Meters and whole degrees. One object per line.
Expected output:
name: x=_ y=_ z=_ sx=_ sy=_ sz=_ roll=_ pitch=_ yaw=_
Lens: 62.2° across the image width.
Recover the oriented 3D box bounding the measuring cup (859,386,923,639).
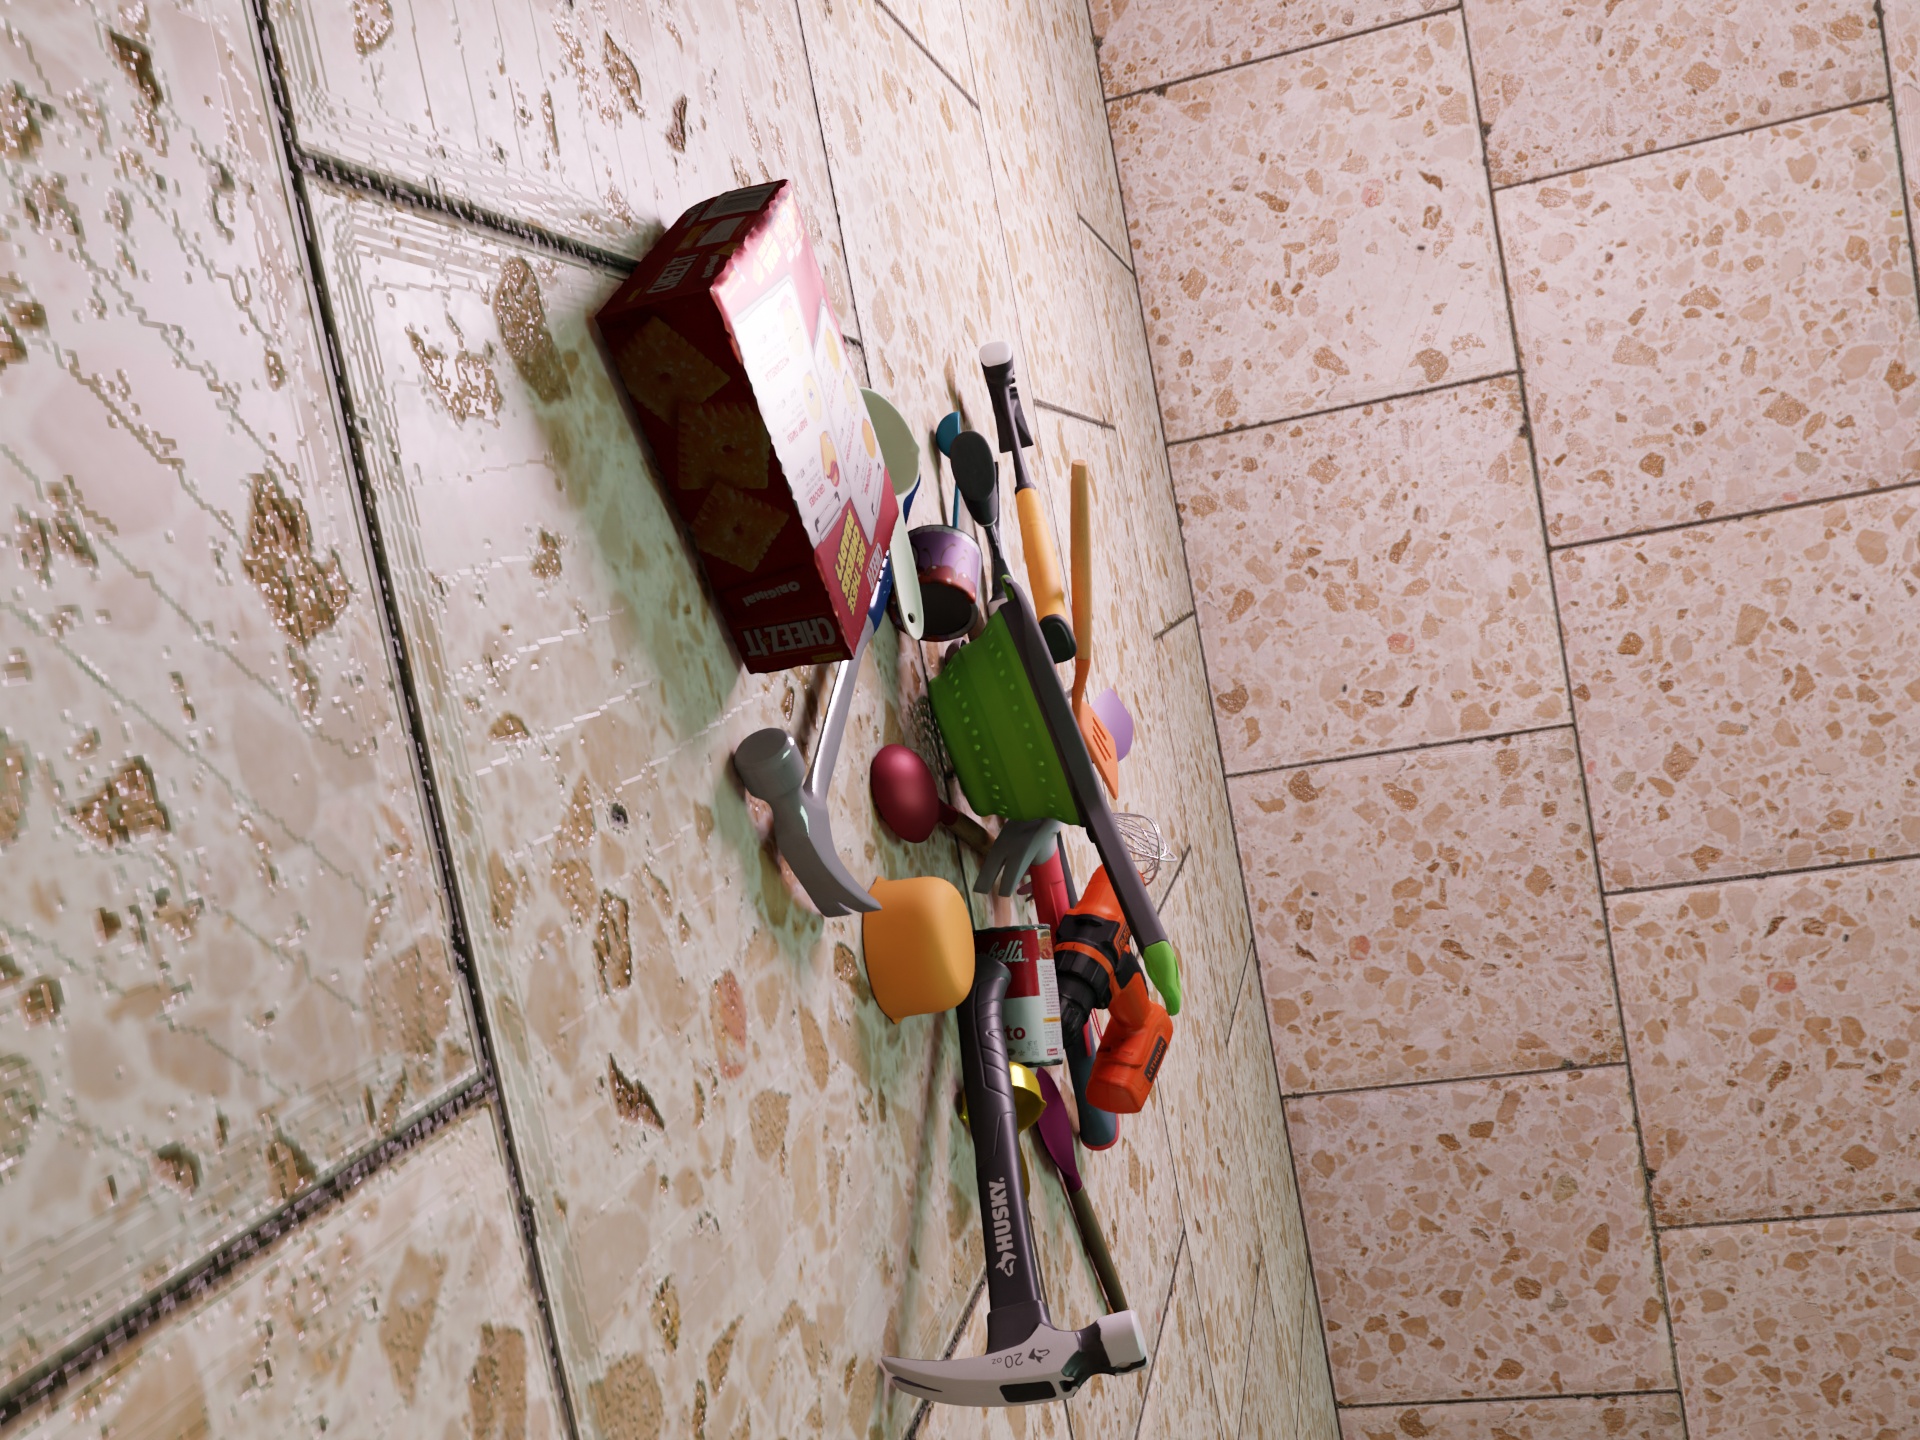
measuring cup: x=-0.056 y=-0.128 z=1.011 sx=0.083 sy=0.038 sz=0.168 roll=-2 pitch=77 yaw=-50

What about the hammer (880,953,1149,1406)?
hammer: x=0.017 y=0.273 z=1.006 sx=0.335 sy=0.146 sz=0.035 roll=-99 pitch=171 yaw=-54

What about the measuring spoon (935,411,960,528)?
measuring spoon: x=-0.012 y=-0.199 z=1.353 sx=0.042 sy=0.021 sz=0.129 roll=73 pitch=19 yaw=-84

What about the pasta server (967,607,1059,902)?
pasta server: x=0.032 y=0.006 z=1.362 sx=0.060 sy=0.040 sz=0.316 roll=-56 pitch=131 yaw=-69

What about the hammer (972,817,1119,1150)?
hammer: x=0.085 y=0.235 z=1.338 sx=0.143 sy=0.038 sz=0.386 roll=-53 pitch=141 yaw=-45

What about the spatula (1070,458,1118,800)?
spatula: x=0.113 y=-0.076 z=1.352 sx=0.081 sy=0.041 sz=0.322 roll=-84 pitch=172 yaw=-53

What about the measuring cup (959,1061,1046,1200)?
measuring cup: x=0.034 y=0.300 z=1.155 sx=0.029 sy=0.062 sz=0.156 roll=-98 pitch=179 yaw=-47

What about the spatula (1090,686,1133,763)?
spatula: x=0.100 y=0.050 z=1.410 sx=0.059 sy=0.018 sz=0.316 roll=56 pitch=32 yaw=-7

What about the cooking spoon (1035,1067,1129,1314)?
cooking spoon: x=0.105 y=0.421 z=1.383 sx=0.069 sy=0.017 sz=0.318 roll=-77 pitch=153 yaw=-54

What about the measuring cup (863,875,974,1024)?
measuring cup: x=-0.011 y=0.147 z=1.053 sx=0.173 sy=0.052 sz=0.095 roll=17 pitch=65 yaw=-71

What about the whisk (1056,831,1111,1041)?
whisk: x=0.110 y=0.206 z=1.472 sx=0.073 sy=0.073 sz=0.296 roll=-27 pitch=100 yaw=-74

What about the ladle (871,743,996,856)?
ladle: x=-0.003 y=0.078 z=1.187 sx=0.315 sy=0.031 sz=0.069 roll=43 pitch=37 yaw=-69

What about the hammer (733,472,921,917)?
hammer: x=-0.065 y=-0.050 z=1.013 sx=0.406 sy=0.035 sz=0.143 roll=-81 pitch=156 yaw=-50

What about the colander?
colander: x=0.054 y=0.059 z=1.127 sx=0.398 sy=0.094 sz=0.204 roll=-110 pitch=179 yaw=-47

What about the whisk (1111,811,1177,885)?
whisk: x=0.122 y=0.087 z=1.415 sx=0.246 sy=0.057 sz=0.059 roll=-145 pitch=-121 yaw=-65

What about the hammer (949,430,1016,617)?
hammer: x=0.021 y=-0.168 z=1.260 sx=0.409 sy=0.036 sz=0.149 roll=39 pitch=40 yaw=-85

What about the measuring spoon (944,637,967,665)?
measuring spoon: x=-0.002 y=-0.004 z=1.269 sx=0.034 sy=0.018 sz=0.124 roll=3 pitch=85 yaw=-75

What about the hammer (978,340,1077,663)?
hammer: x=0.061 y=-0.180 z=1.396 sx=0.127 sy=0.034 sz=0.337 roll=72 pitch=7 yaw=-52
